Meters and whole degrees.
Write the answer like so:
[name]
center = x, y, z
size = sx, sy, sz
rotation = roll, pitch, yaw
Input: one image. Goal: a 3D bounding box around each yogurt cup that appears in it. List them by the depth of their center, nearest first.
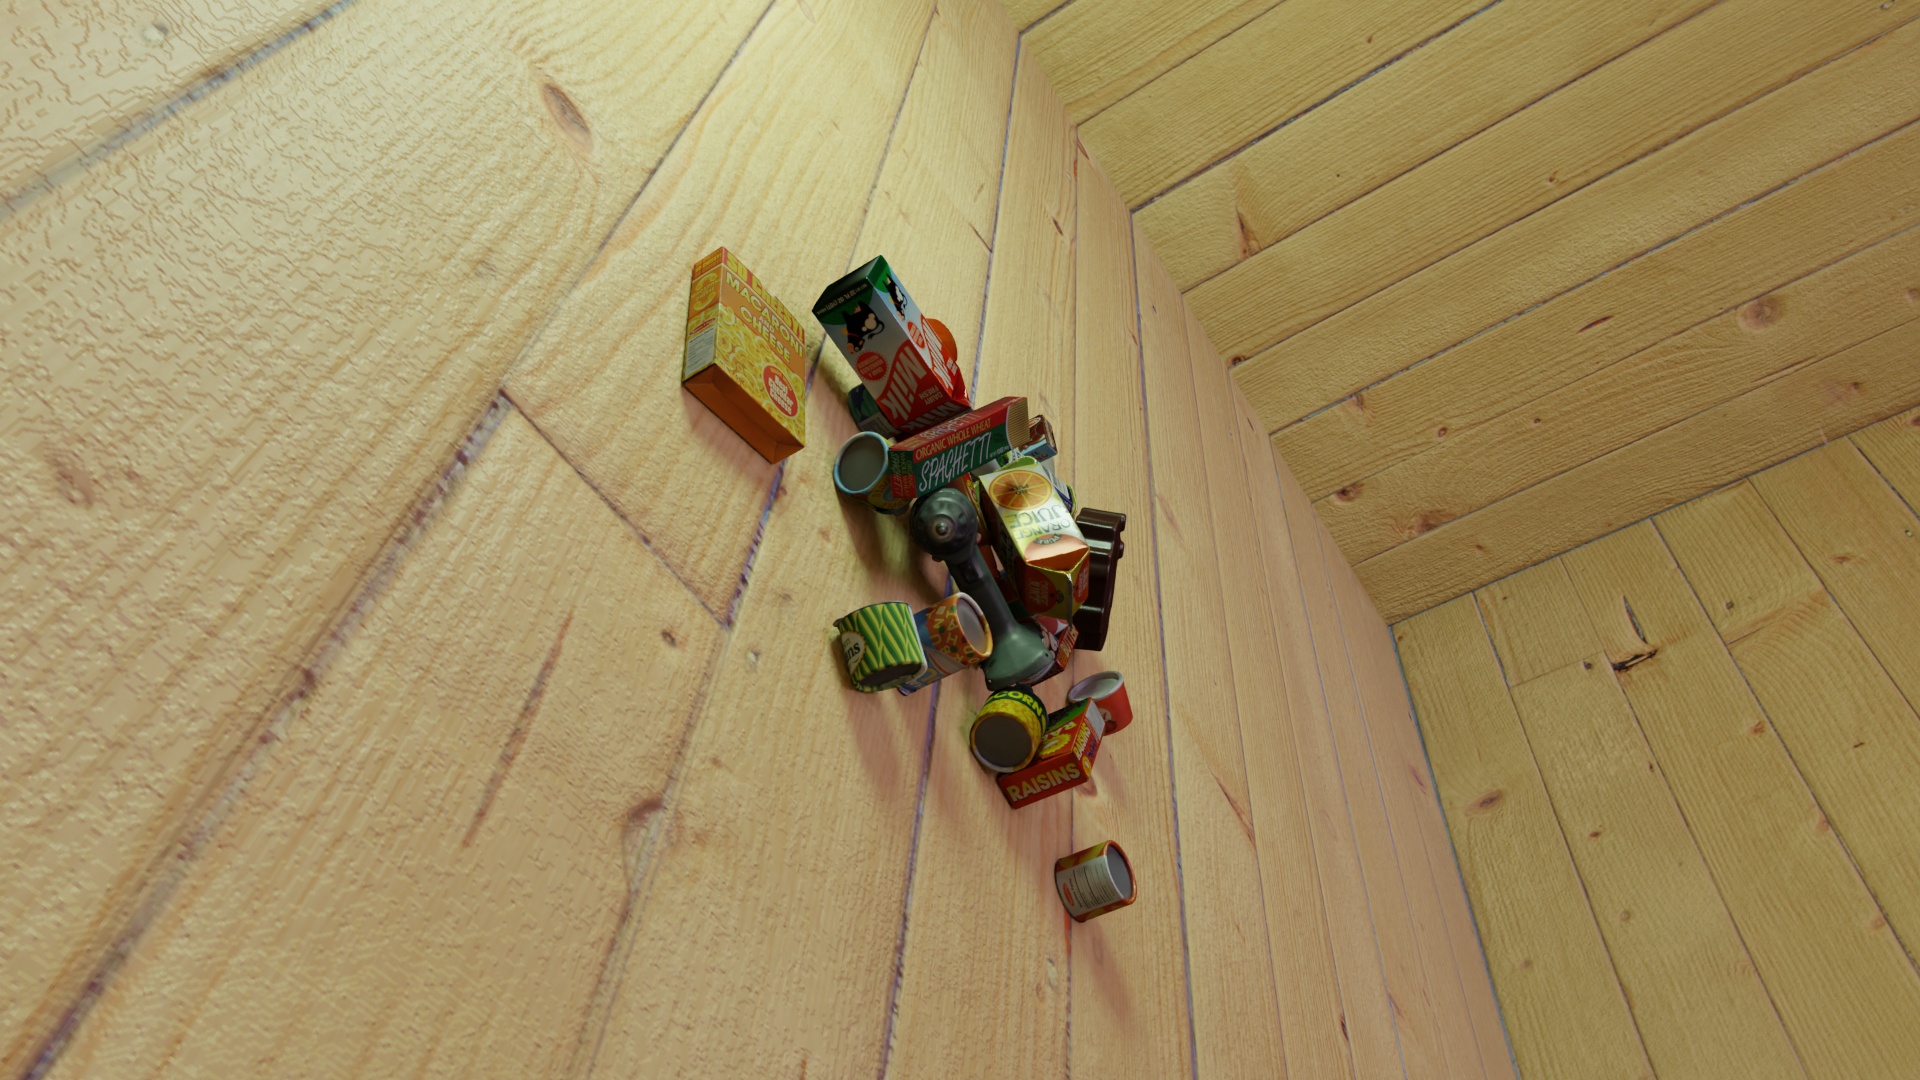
[yogurt cup]
center = 0.165, 0.190, 1.606
size = 0.054, 0.072, 0.073
rotation = 66, 20, -15

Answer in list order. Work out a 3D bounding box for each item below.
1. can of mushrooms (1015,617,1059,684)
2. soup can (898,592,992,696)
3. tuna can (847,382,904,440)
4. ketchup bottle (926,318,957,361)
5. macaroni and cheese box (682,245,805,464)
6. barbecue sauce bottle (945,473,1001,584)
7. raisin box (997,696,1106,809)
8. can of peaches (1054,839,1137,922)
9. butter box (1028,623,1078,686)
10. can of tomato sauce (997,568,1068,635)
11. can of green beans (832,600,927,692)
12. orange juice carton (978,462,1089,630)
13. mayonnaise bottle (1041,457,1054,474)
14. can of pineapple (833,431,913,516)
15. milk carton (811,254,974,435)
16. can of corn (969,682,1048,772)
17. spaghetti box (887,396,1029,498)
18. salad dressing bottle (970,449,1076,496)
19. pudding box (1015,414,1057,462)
[can of mushrooms]
center = 0.068, 0.115, 1.468
size = 0.033, 0.071, 0.071
rotation = 45, 28, -37
[soup can]
center = -0.022, 0.095, 1.266
size = 0.071, 0.083, 0.072
rotation = 48, 26, -34
[tuna can]
center = -0.087, -0.139, 1.454
size = 0.071, 0.032, 0.071
rotation = 48, 26, -33
[ketchup bottle]
center = -0.052, -0.229, 1.620
size = 0.065, 0.043, 0.149
rotation = 63, 22, 3
[macaroni and cheese box]
center = -0.190, -0.168, 1.247
size = 0.123, 0.040, 0.167
rotation = 45, 28, -40
[barbecue sauce bottle]
center = 0.005, -0.019, 1.506
size = 0.064, 0.044, 0.149
rotation = 64, 8, -69
[raisin box]
center = 0.093, 0.211, 1.389
size = 0.040, 0.086, 0.124
rotation = 61, 22, -10
[can of peaches]
center = 0.136, 0.337, 1.379
size = 0.071, 0.058, 0.071
rotation = 48, 27, -33
[butter box]
center = 0.096, 0.125, 1.538
size = 0.024, 0.053, 0.104
rotation = 57, 22, -10
[can of tomato sauce]
center = 0.078, 0.066, 1.541
size = 0.083, 0.071, 0.071
rotation = 61, 22, -6
[can of green beans]
center = -0.067, 0.092, 1.193
size = 0.071, 0.071, 0.058
rotation = 24, 44, -58
[orange juice carton]
center = 0.083, 0.007, 1.471
size = 0.193, 0.073, 0.071
rotation = -116, -162, -45
[mayonnaise bottle]
center = 0.094, -0.068, 1.770
size = 0.064, 0.041, 0.149
rotation = 48, 27, -30
[can of pineapple]
center = -0.080, -0.064, 1.339
size = 0.058, 0.071, 0.071
rotation = 30, 39, -53
[milk carton]
center = -0.062, -0.187, 1.418
size = 0.190, 0.072, 0.074
rotation = 55, 24, -21
[can of corn]
center = 0.047, 0.180, 1.343
size = 0.071, 0.071, 0.058
rotation = 60, 22, -8
[spaghetti box]
center = 0.003, -0.096, 1.385
size = 0.251, 0.028, 0.050
rotation = -31, 120, -57
[salad dressing bottle]
center = 0.074, -0.075, 1.674
size = 0.147, 0.043, 0.064
rotation = 29, 39, -28
[pudding box]
center = 0.076, -0.114, 1.722
size = 0.030, 0.083, 0.050
rotation = 40, 31, -46
